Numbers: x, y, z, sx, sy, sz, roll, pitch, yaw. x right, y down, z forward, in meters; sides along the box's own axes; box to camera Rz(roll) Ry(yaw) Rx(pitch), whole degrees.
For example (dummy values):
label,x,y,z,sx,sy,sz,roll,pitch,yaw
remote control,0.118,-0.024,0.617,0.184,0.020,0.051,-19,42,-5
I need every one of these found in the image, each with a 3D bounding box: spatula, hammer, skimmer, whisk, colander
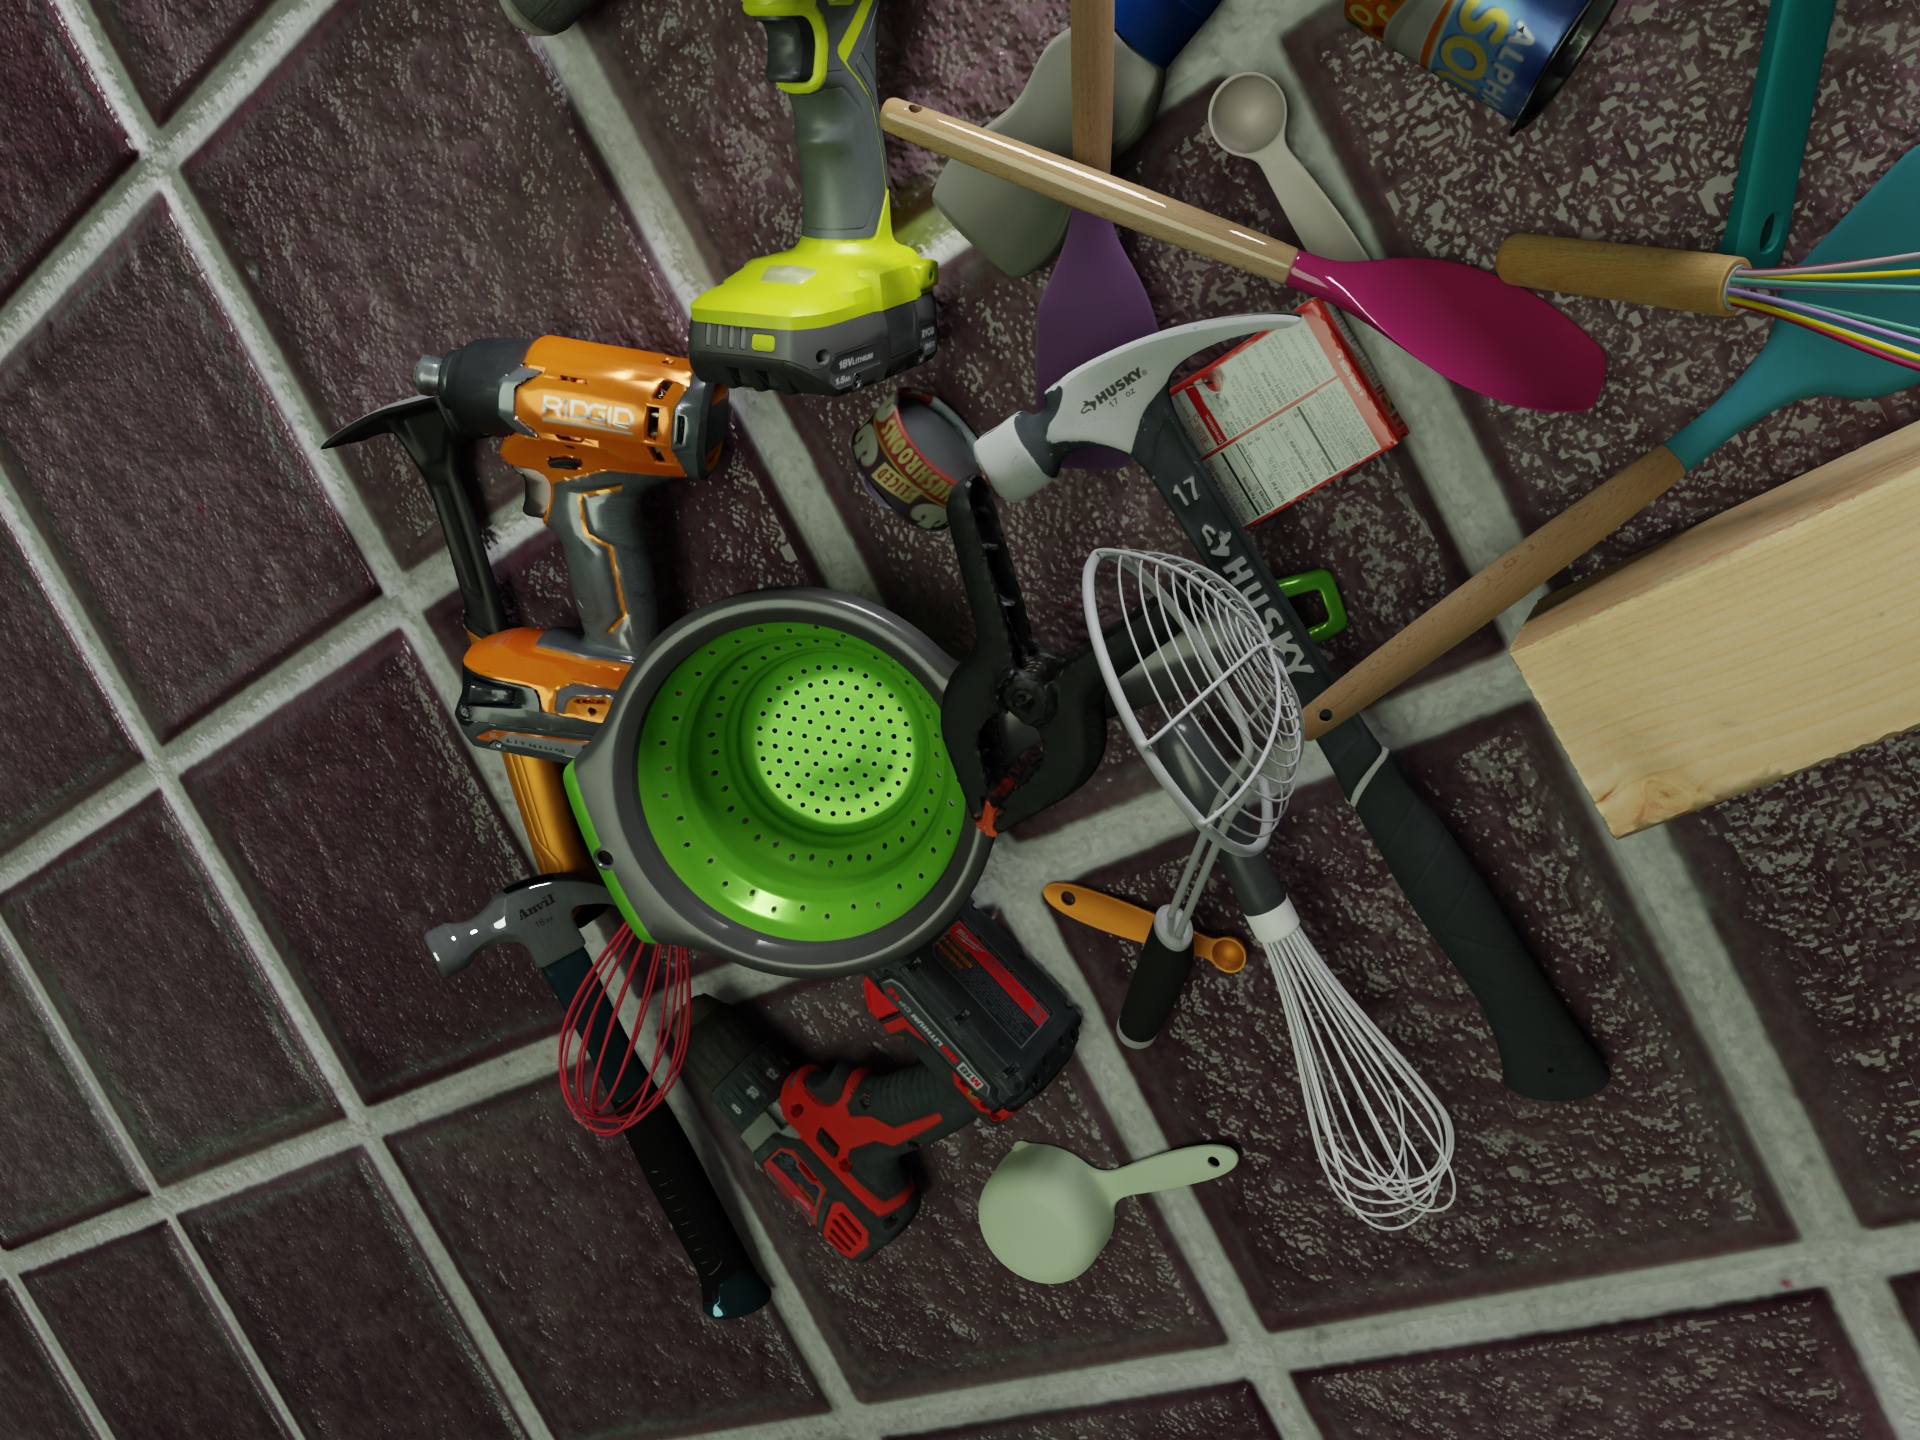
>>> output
label,x,y,z,sx,sy,sz,roll,pitch,yaw
spatula,0.058,-0.250,0.677,0.060,0.018,0.315,3,125,9
hammer,-0.202,0.242,0.996,0.033,0.128,0.330,17,132,63
skimmer,0.077,0.066,0.701,0.090,0.127,0.363,-6,146,-9
whisk,-0.168,0.101,0.914,0.073,0.073,0.296,20,97,20
whisk,0.164,0.121,0.763,0.070,0.070,0.284,-21,102,32
whisk,0.300,-0.154,0.567,0.245,0.051,0.047,29,107,48
colander,-0.001,-0.003,0.814,0.397,0.094,0.204,-19,102,14
hammer,0.178,0.006,0.714,0.149,0.036,0.409,-31,100,22
spatula,0.262,-0.089,0.632,0.317,0.044,0.082,-39,91,16
hammer,-0.286,-0.030,0.974,0.127,0.034,0.336,-7,104,29

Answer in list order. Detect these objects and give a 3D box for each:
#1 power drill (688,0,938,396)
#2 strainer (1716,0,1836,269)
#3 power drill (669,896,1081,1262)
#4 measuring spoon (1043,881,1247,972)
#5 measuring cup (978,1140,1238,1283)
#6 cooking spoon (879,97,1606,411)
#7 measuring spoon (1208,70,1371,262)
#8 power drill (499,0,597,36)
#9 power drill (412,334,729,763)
label,x,y,z,sx,sy,sz,roll,pitch,yaw
power drill,-0.072,-0.263,0.689,0.080,0.190,0.228,11,117,24
strainer,0.266,-0.319,0.537,0.095,0.211,0.340,46,154,45
power drill,-0.060,0.192,0.913,0.188,0.080,0.226,46,125,6
measuring spoon,0.097,0.106,0.838,0.117,0.011,0.021,17,114,26
measuring cup,0.079,0.268,0.885,0.167,0.038,0.083,-27,94,35
cooking spoon,0.113,-0.197,0.660,0.319,0.069,0.017,23,150,6
measuring spoon,0.151,-0.224,0.688,0.034,0.018,0.124,-31,99,32
power drill,-0.196,-0.460,0.747,0.185,0.084,0.226,-26,99,34
power drill,-0.218,-0.095,0.867,0.164,0.084,0.226,10,113,2
